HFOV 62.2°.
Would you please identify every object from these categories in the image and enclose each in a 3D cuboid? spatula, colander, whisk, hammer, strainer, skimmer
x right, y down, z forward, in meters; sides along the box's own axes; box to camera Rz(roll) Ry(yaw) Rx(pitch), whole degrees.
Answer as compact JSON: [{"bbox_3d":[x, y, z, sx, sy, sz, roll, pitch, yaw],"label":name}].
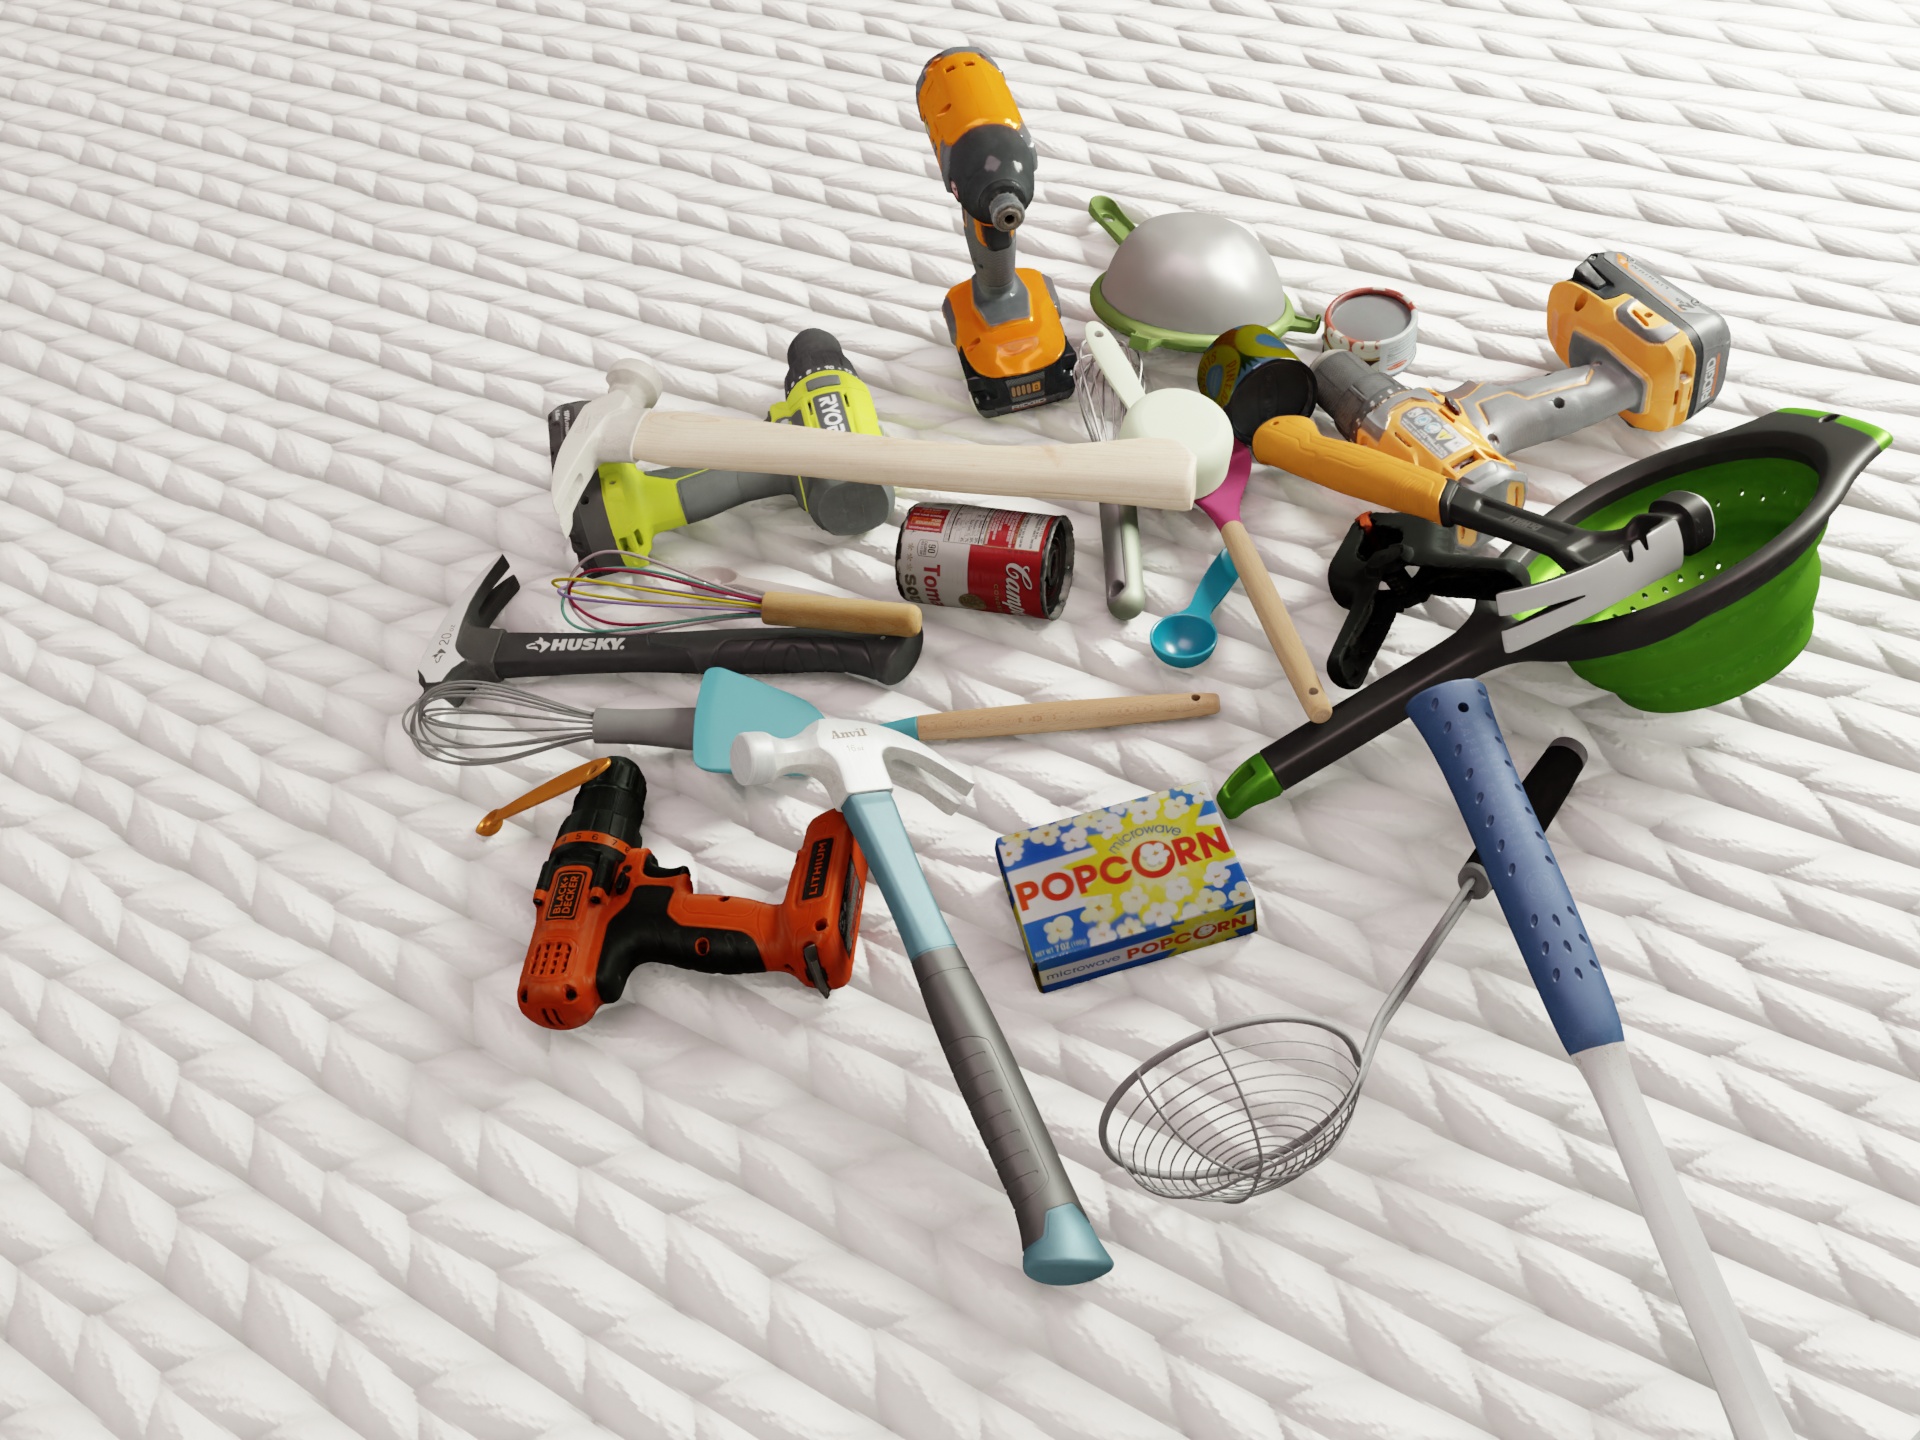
[{"bbox_3d":[-0.002,-0.003,0.970,0.317,0.044,0.082,-5,49,5],"label":"spatula"},{"bbox_3d":[0.334,-0.028,0.898,0.397,0.094,0.205,-32,17,8],"label":"colander"},{"bbox_3d":[-0.146,-0.073,1.011,0.245,0.047,0.051,6,54,11],"label":"whisk"},{"bbox_3d":[-0.009,0.135,0.831,0.128,0.033,0.331,-6,56,-33],"label":"hammer"},{"bbox_3d":[-0.226,0.004,0.992,0.239,0.055,0.055,2,52,-2],"label":"whisk"},{"bbox_3d":[0.155,-0.361,1.190,0.151,0.069,0.257,-10,42,-17],"label":"strainer"},{"bbox_3d":[0.105,-0.169,1.080,0.058,0.059,0.247,-31,45,37],"label":"whisk"},{"bbox_3d":[0.210,0.107,0.816,0.090,0.127,0.363,27,51,29],"label":"skimmer"},{"bbox_3d":[0.304,0.161,0.735,0.144,0.035,0.406,-14,64,-2],"label":"hammer"},{"bbox_3d":[-0.057,-0.161,1.019,0.410,0.038,0.146,7,52,12],"label":"hammer"},{"bbox_3d":[0.265,-0.129,0.933,0.127,0.034,0.337,-27,29,-11],"label":"hammer"},{"bbox_3d":[-0.190,-0.049,1.048,0.335,0.035,0.146,-1,53,10],"label":"hammer"}]

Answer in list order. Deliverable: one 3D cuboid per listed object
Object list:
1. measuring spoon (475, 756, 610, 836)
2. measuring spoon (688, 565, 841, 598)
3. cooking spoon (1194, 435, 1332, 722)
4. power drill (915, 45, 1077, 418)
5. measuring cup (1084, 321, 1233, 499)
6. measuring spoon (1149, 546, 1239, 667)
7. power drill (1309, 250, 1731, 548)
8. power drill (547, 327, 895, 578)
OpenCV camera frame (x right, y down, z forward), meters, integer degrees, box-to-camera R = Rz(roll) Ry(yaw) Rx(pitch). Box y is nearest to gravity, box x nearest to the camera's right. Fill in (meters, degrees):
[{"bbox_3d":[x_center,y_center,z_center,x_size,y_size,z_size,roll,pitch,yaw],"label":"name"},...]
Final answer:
[{"bbox_3d":[-0.253,0.048,0.968,0.117,0.011,0.021,-24,31,28],"label":"measuring spoon"},{"bbox_3d":[-0.126,-0.082,1.077,0.124,0.018,0.034,13,29,13],"label":"measuring spoon"},{"bbox_3d":[0.179,-0.106,1.007,0.068,0.017,0.319,-10,41,-2],"label":"cooking spoon"},{"bbox_3d":[0.026,-0.322,1.098,0.084,0.226,0.164,-14,51,0],"label":"power drill"},{"bbox_3d":[0.124,-0.220,1.065,0.083,0.038,0.168,-18,62,-15],"label":"measuring cup"},{"bbox_3d":[0.159,-0.073,1.017,0.042,0.021,0.129,17,48,23],"label":"measuring spoon"},{"bbox_3d":[0.360,-0.224,1.057,0.226,0.084,0.186,-29,51,-7],"label":"power drill"},{"bbox_3d":[-0.170,-0.196,1.136,0.228,0.080,0.191,-14,51,-3],"label":"power drill"}]
